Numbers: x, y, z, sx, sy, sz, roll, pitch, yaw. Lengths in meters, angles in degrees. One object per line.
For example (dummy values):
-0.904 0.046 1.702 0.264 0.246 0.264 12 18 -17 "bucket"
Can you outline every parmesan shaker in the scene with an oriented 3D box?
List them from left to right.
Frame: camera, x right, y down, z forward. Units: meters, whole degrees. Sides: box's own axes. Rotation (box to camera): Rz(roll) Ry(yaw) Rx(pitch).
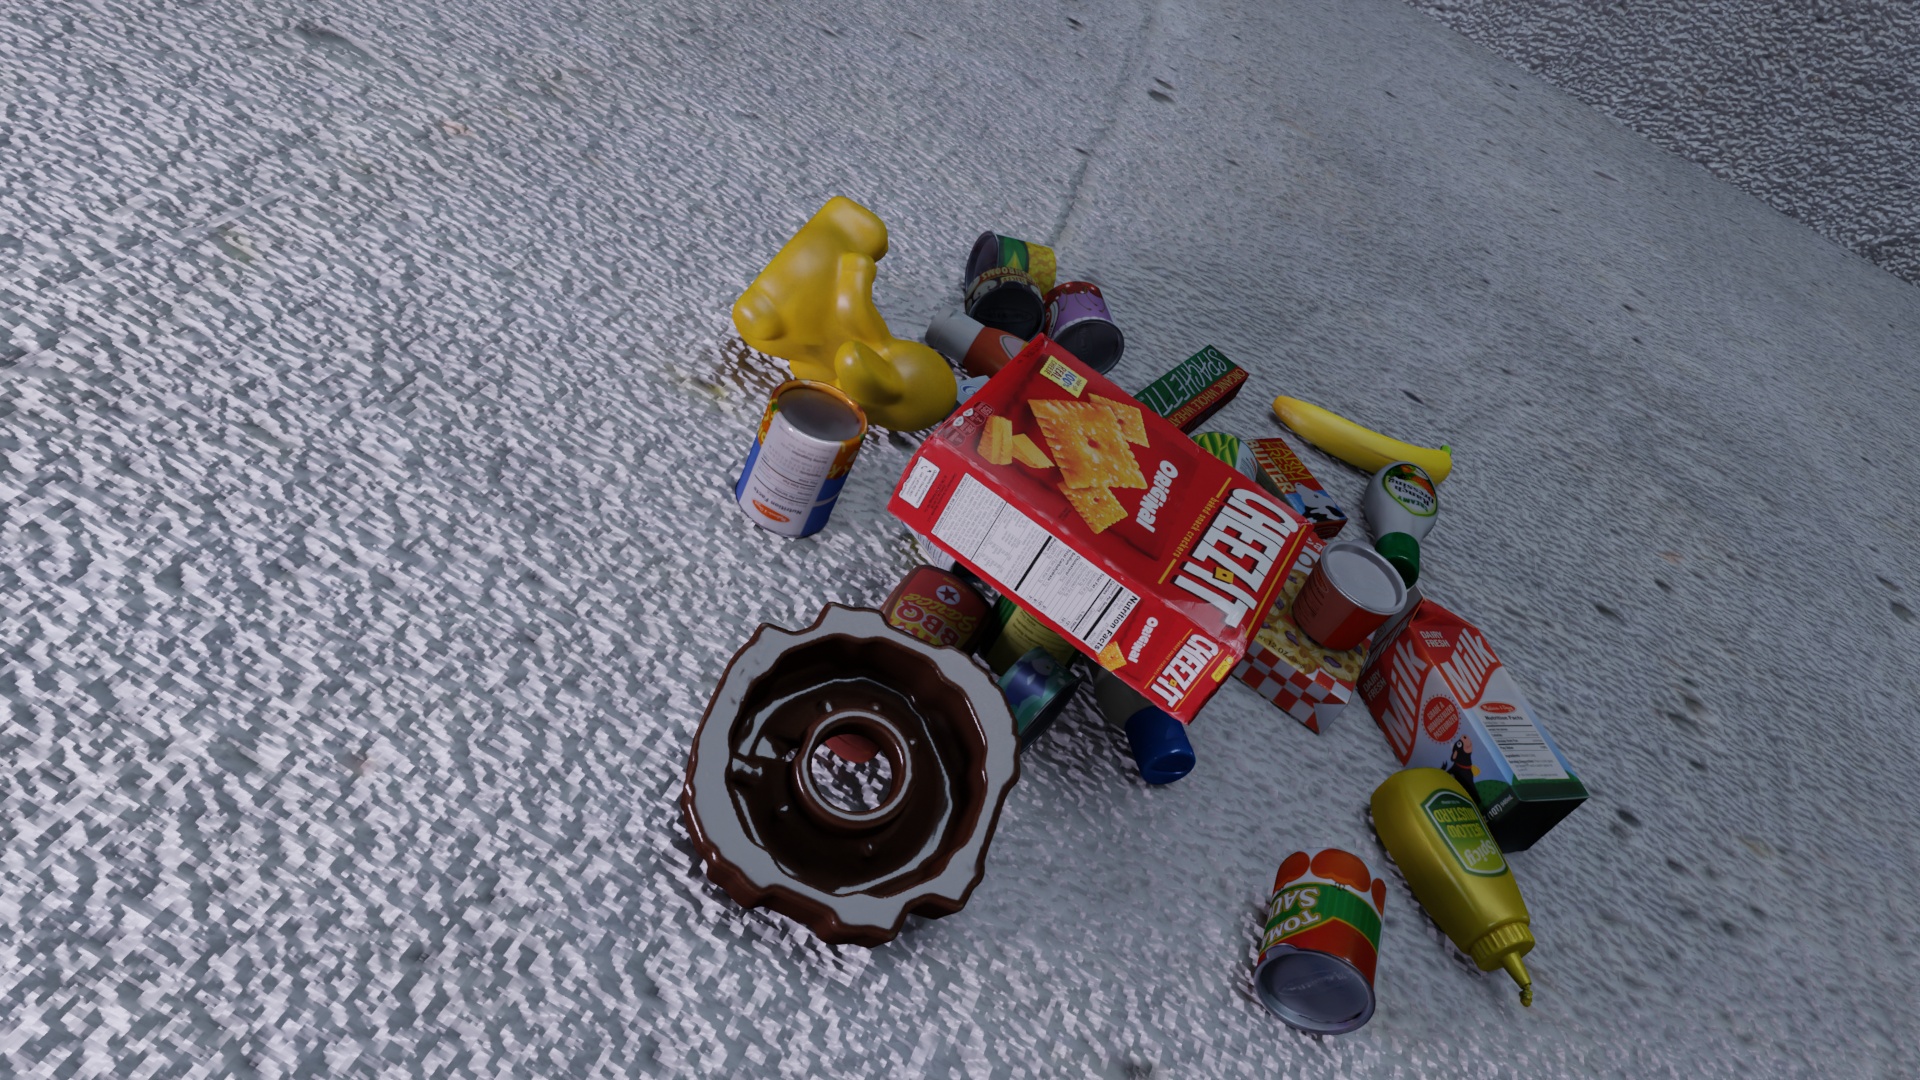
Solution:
0.058 0.037 0.890 0.071 0.102 0.072 17 40 -15 "parmesan shaker"

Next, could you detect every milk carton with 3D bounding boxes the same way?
0.354 0.125 0.998 0.073 0.072 0.191 4 46 -28 "milk carton"

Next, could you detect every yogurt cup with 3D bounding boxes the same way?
0.275 0.042 0.991 0.072 0.053 0.073 16 41 -15 "yogurt cup"

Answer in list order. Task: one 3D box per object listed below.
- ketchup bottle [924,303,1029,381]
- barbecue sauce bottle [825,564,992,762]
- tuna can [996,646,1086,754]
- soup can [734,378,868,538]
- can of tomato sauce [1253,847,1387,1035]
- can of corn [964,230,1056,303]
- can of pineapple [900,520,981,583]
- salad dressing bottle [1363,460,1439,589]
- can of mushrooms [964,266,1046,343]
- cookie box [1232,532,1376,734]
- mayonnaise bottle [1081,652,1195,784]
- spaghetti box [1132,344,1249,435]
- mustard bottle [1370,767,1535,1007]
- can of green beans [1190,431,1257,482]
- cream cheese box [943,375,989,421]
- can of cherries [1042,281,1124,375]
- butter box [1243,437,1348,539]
0.042 -0.138 1.124 0.149 0.043 0.065 31 39 4 "ketchup bottle"
-0.035 0.075 0.840 0.065 0.043 0.149 32 39 4 "barbecue sauce bottle"
0.041 0.096 0.841 0.033 0.070 0.071 41 40 15 "tuna can"
-0.104 -0.056 0.911 0.071 0.083 0.072 17 39 -14 "soup can"
0.207 0.227 0.799 0.071 0.070 0.083 30 38 2 "can of tomato sauce"
0.043 -0.228 1.208 0.058 0.070 0.071 8 43 -24 "can of corn"
0.003 -0.012 0.942 0.071 0.070 0.058 -14 56 -41 "can of pineapple"
0.375 -0.012 1.185 0.064 0.043 0.148 27 39 0 "salad dressing bottle"
0.037 -0.195 1.161 0.071 0.070 0.034 13 39 -19 "can of mushrooms"
0.248 0.052 1.040 0.123 0.040 0.168 35 39 7 "cookie box"
0.115 0.090 0.916 0.065 0.041 0.149 9 42 -26 "mayonnaise bottle"
0.175 -0.110 1.184 0.050 0.028 0.251 40 40 13 "spaghetti box"
0.325 0.222 0.891 0.065 0.048 0.161 1 46 -28 "mustard bottle"
0.198 -0.043 1.094 0.071 0.071 0.058 27 39 -2 "can of green beans"
0.031 -0.083 1.071 0.053 0.024 0.104 -21 60 -46 "cream cheese box"
0.098 -0.179 1.185 0.071 0.071 0.059 9 42 -23 "can of cherries"
0.277 -0.045 1.177 0.053 0.024 0.104 -6 50 -35 "butter box"
